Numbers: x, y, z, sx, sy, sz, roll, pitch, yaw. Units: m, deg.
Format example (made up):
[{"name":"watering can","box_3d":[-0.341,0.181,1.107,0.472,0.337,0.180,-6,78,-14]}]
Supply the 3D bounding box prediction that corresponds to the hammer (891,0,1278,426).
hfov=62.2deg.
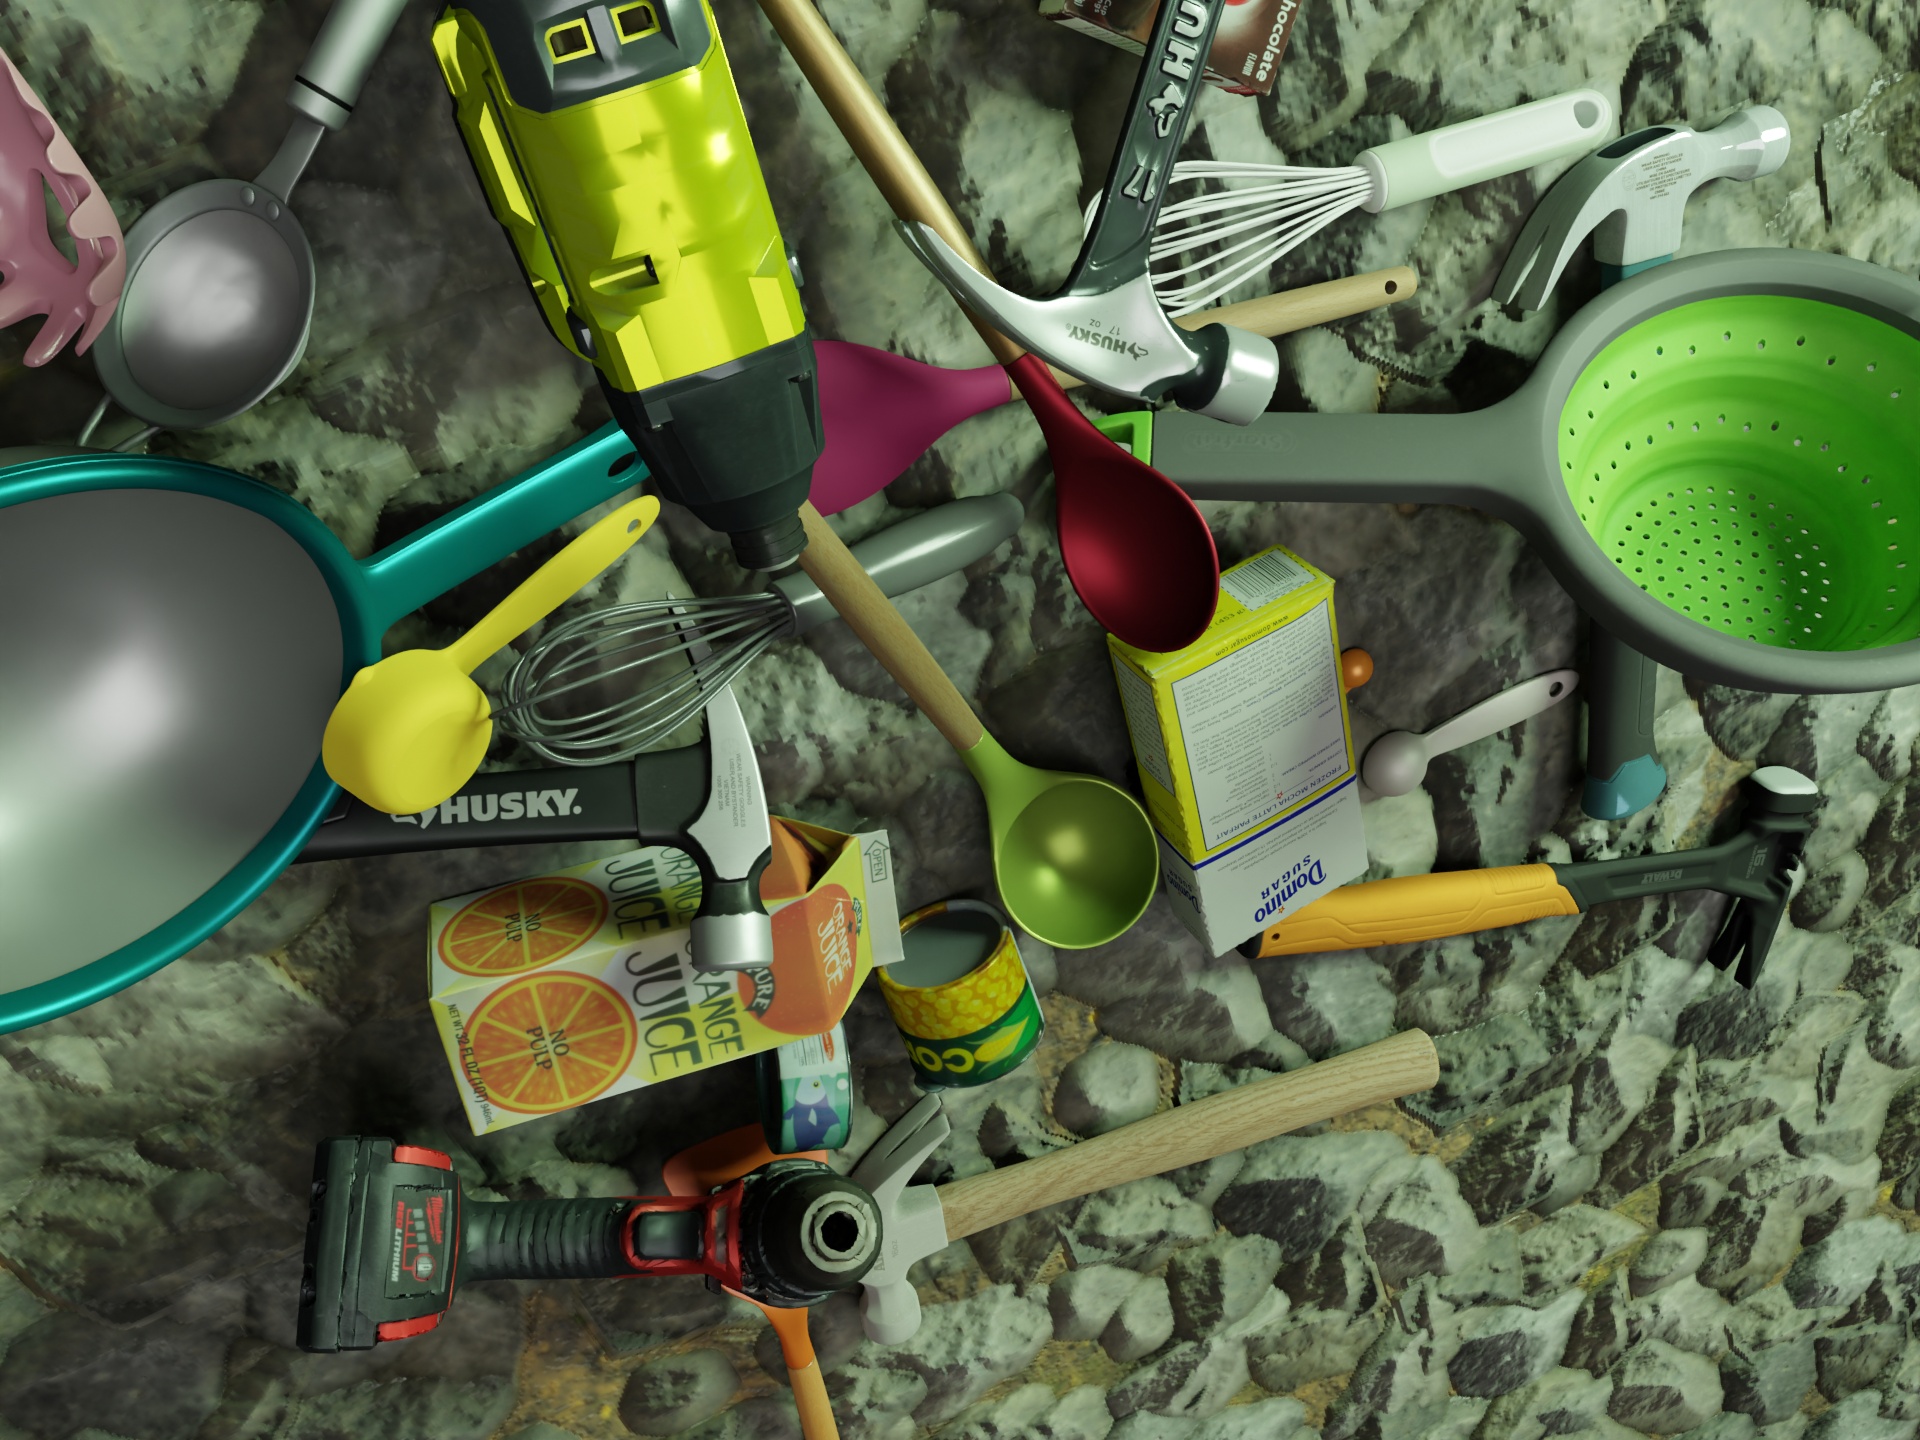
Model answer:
[{"name":"hammer","box_3d":[0.095,-0.313,0.524,0.149,0.036,0.409,11,103,-23]}]

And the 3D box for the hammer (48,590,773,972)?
[{"name":"hammer","box_3d":[-0.241,0.033,0.596,0.334,0.035,0.146,-4,81,-8]}]

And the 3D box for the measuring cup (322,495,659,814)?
[{"name":"measuring cup","box_3d":[-0.158,-0.026,0.573,0.156,0.029,0.062,-45,156,-22]}]

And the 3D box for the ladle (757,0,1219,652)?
[{"name":"ladle","box_3d":[0.006,-0.157,0.591,0.069,0.031,0.315,-19,116,40]}]

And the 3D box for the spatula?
[{"name":"spatula","box_3d":[-0.081,0.340,0.831,0.081,0.041,0.322,-16,123,-13]}]

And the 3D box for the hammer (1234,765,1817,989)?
[{"name":"hammer","box_3d":[0.295,0.097,0.835,0.336,0.034,0.127,-4,115,-17]}]

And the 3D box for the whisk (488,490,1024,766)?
[{"name":"whisk","box_3d":[-0.066,-0.044,0.601,0.239,0.055,0.055,-27,123,-31]}]

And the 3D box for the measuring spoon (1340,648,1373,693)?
[{"name":"measuring spoon","box_3d":[0.160,0.016,0.762,0.021,0.011,0.117,28,103,-28]}]

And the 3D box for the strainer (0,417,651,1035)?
[{"name":"strainer","box_3d":[-0.256,-0.041,0.528,0.340,0.095,0.210,-38,152,-32]}]

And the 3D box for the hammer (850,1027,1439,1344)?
[{"name":"hammer","box_3d":[0.098,0.220,0.828,0.331,0.031,0.130,-15,119,-12]}]

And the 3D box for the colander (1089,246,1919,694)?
[{"name":"colander","box_3d":[0.243,-0.087,0.658,0.397,0.205,0.094,2,154,8]}]

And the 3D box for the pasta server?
[{"name":"pasta server","box_3d":[-0.323,-0.258,0.449,0.060,0.040,0.316,-6,120,20]}]

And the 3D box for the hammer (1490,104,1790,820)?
[{"name":"hammer","box_3d":[0.313,-0.102,0.742,0.128,0.033,0.330,-16,117,-11]}]

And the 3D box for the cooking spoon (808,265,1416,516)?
[{"name":"cooking spoon","box_3d":[0.041,-0.142,0.639,0.319,0.017,0.068,-17,108,-12]}]

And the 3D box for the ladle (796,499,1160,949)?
[{"name":"ladle","box_3d":[-0.001,-0.002,0.625,0.078,0.062,0.319,-46,139,-7]}]

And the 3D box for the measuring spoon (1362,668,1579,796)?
[{"name":"measuring spoon","box_3d":[0.256,0.005,0.786,0.124,0.018,0.034,-25,120,-8]}]

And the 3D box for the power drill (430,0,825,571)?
[{"name":"power drill","box_3d":[-0.097,-0.150,0.470,0.080,0.223,0.171,-21,120,-8]}]

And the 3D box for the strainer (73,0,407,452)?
[{"name":"strainer","box_3d":[-0.211,-0.192,0.519,0.258,0.087,0.050,-59,163,7]}]

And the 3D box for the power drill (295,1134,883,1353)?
[{"name":"power drill","box_3d":[-0.146,0.212,0.654,0.226,0.188,0.080,4,72,-15]}]

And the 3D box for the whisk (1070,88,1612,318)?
[{"name":"whisk","box_3d":[0.156,-0.213,0.633,0.246,0.059,0.058,-20,92,-14]}]
